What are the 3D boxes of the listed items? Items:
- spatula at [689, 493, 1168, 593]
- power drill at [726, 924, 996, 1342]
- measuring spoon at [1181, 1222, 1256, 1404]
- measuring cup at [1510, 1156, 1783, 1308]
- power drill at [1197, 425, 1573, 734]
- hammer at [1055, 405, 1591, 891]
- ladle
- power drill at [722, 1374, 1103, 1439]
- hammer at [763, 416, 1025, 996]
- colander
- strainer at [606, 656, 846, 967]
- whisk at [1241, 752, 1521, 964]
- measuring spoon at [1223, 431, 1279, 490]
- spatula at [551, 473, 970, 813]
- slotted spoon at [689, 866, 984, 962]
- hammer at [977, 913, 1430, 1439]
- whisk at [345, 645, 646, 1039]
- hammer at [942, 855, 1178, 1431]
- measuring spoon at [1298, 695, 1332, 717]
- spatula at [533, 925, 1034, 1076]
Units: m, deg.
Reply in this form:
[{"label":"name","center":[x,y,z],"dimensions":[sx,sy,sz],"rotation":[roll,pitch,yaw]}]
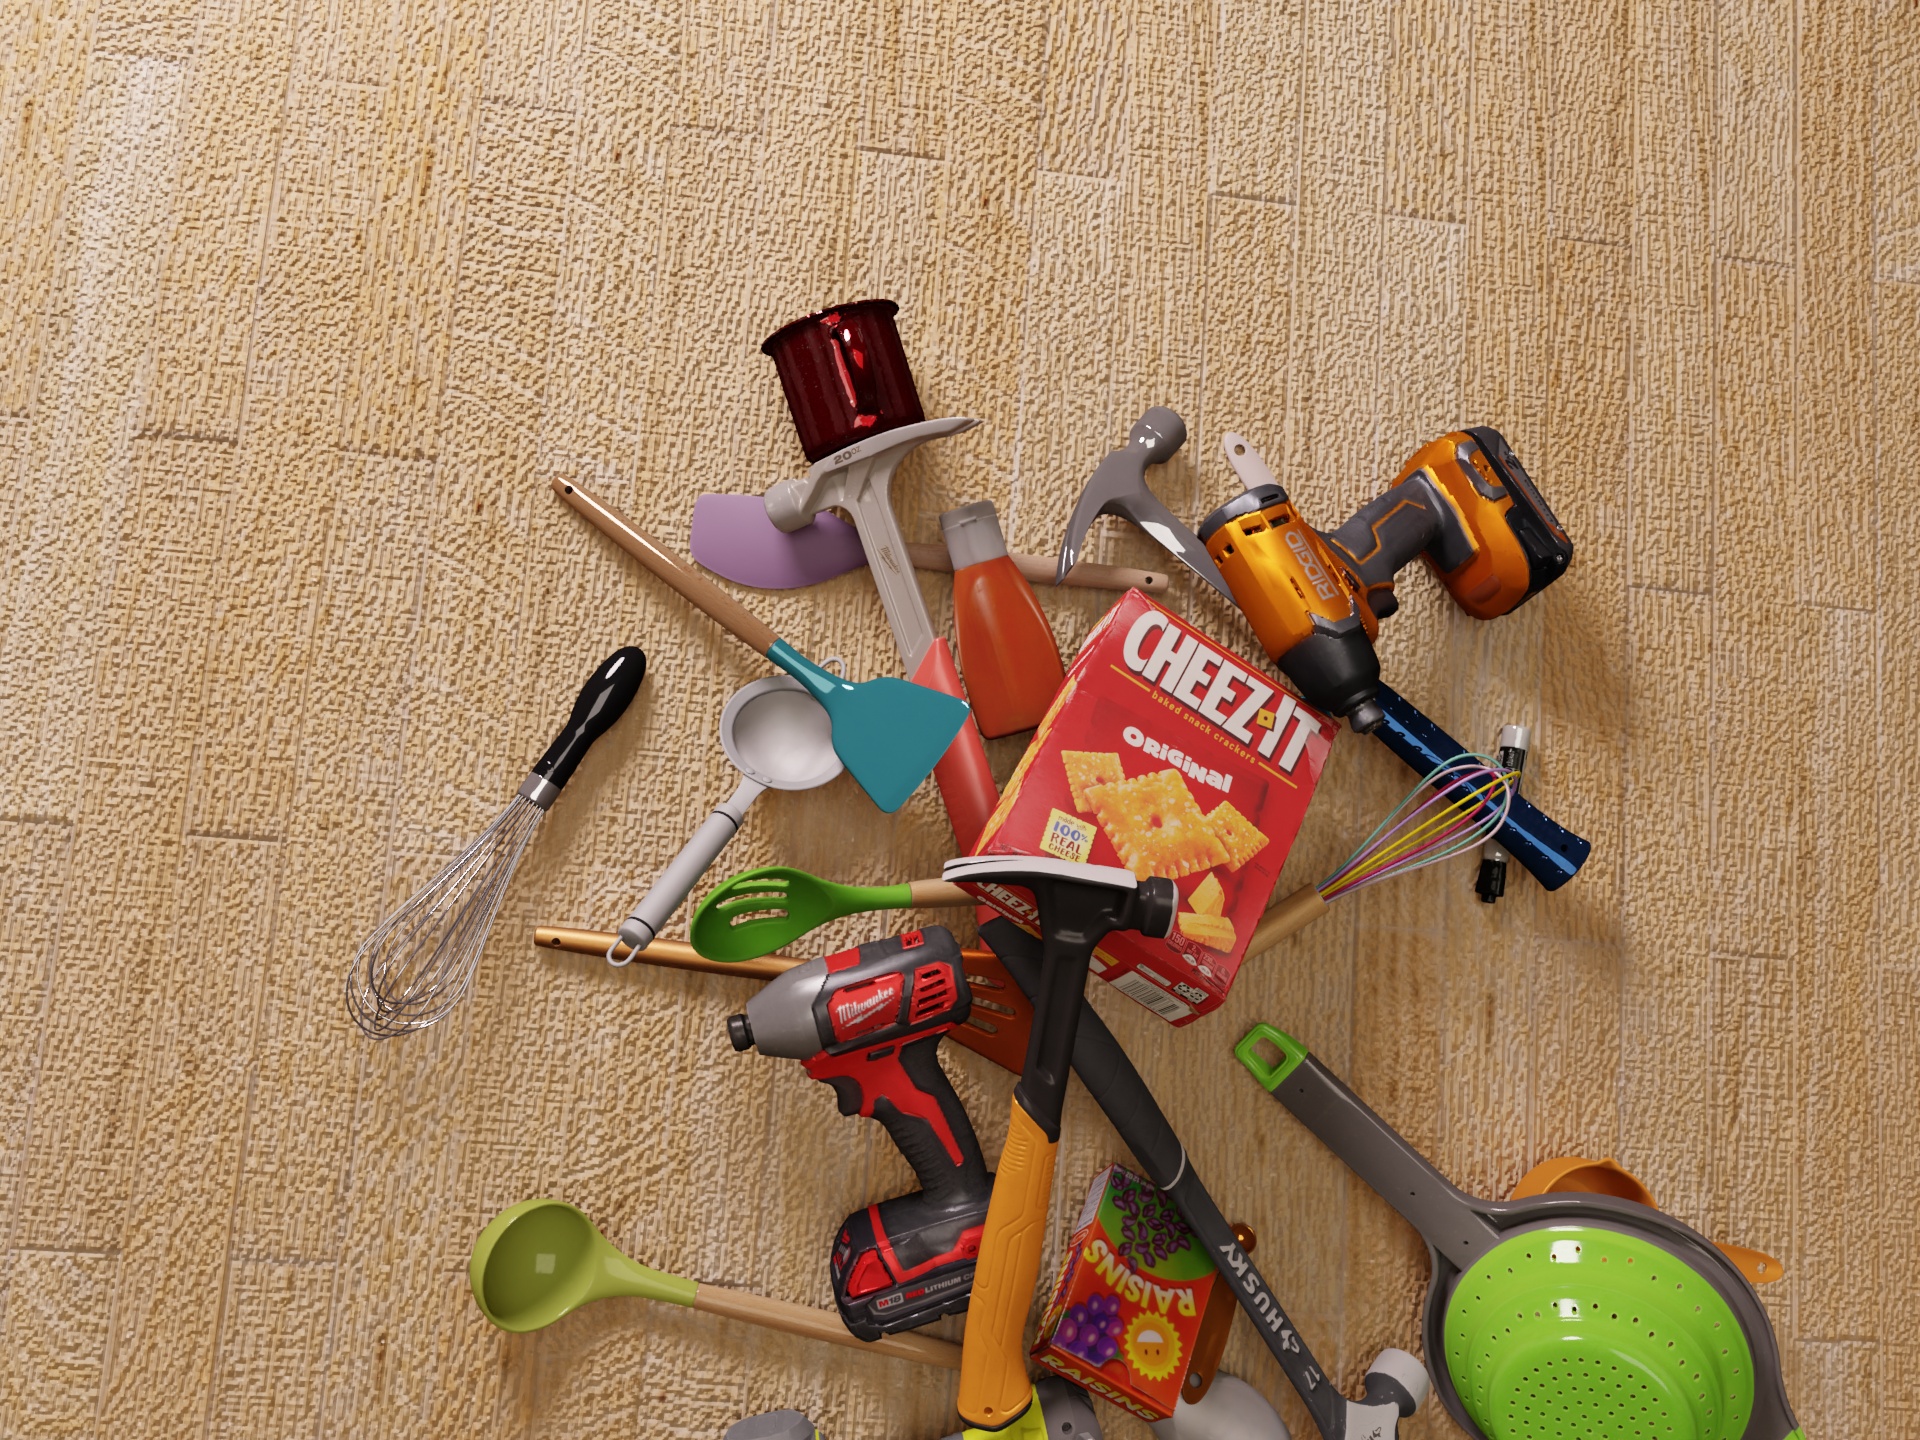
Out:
[{"label":"spatula","center":[-0.019,-0.105,1.047],"dimensions":[0.316,0.018,0.060],"rotation":[6,87,-5]},{"label":"power drill","center":[-0.048,0.241,0.942],"dimensions":[0.143,0.078,0.219],"rotation":[-15,99,-8]},{"label":"measuring spoon","center":[0.159,0.369,0.990],"dimensions":[0.021,0.011,0.117],"rotation":[27,59,0]},{"label":"measuring cup","center":[0.438,0.335,1.027],"dimensions":[0.173,0.052,0.095],"rotation":[13,81,-7]},{"label":"power drill","center":[0.277,-0.090,1.010],"dimensions":[0.226,0.084,0.164],"rotation":[-21,75,-27]},{"label":"hammer","center":[0.239,-0.030,1.039],"dimensions":[0.405,0.035,0.144],"rotation":[40,67,1]},{"label":"ladle","center":[-0.134,0.355,0.956],"dimensions":[0.320,0.062,0.078],"rotation":[16,84,-7]},{"label":"power drill","center":[-0.020,0.487,0.943],"dimensions":[0.223,0.080,0.171],"rotation":[-10,84,-4]},{"label":"hammer","center":[-0.002,-0.003,0.997],"dimensions":[0.149,0.036,0.359],"rotation":[-18,92,22]},{"label":"colander","center":[0.315,0.340,0.958],"dimensions":[0.397,0.094,0.204],"rotation":[42,113,11]},{"label":"strainer","center":[-0.138,0.055,0.960],"dimensions":[0.087,0.050,0.258],"rotation":[28,48,7]},{"label":"whisk","center":[0.245,0.098,1.005],"dimensions":[0.245,0.047,0.051],"rotation":[-35,98,11]},{"label":"measuring spoon","center":[0.217,-0.146,1.080],"dimensions":[0.034,0.018,0.124],"rotation":[-33,87,-9]},{"label":"spatula","center":[-0.137,-0.064,0.991],"dimensions":[0.317,0.044,0.082],"rotation":[37,87,10]},{"label":"slotted spoon","center":[-0.006,0.105,0.955],"dimensions":[0.313,0.031,0.070],"rotation":[-3,128,-16]},{"label":"hammer","center":[0.133,0.286,0.952],"dimensions":[0.149,0.036,0.409],"rotation":[-35,92,-40]},{"label":"whisk","center":[-0.277,0.071,0.976],"dimensions":[0.070,0.070,0.285],"rotation":[33,75,-2]},{"label":"hammer","center":[0.031,0.240,0.886],"dimensions":[0.127,0.034,0.337],"rotation":[8,101,-1]},{"label":"measuring spoon","center":[0.190,-0.016,1.064],"dimensions":[0.128,0.021,0.042],"rotation":[32,77,8]},{"label":"spatula","center":[-0.105,0.159,0.991],"dimensions":[0.322,0.041,0.081],"rotation":[8,103,-4]}]
